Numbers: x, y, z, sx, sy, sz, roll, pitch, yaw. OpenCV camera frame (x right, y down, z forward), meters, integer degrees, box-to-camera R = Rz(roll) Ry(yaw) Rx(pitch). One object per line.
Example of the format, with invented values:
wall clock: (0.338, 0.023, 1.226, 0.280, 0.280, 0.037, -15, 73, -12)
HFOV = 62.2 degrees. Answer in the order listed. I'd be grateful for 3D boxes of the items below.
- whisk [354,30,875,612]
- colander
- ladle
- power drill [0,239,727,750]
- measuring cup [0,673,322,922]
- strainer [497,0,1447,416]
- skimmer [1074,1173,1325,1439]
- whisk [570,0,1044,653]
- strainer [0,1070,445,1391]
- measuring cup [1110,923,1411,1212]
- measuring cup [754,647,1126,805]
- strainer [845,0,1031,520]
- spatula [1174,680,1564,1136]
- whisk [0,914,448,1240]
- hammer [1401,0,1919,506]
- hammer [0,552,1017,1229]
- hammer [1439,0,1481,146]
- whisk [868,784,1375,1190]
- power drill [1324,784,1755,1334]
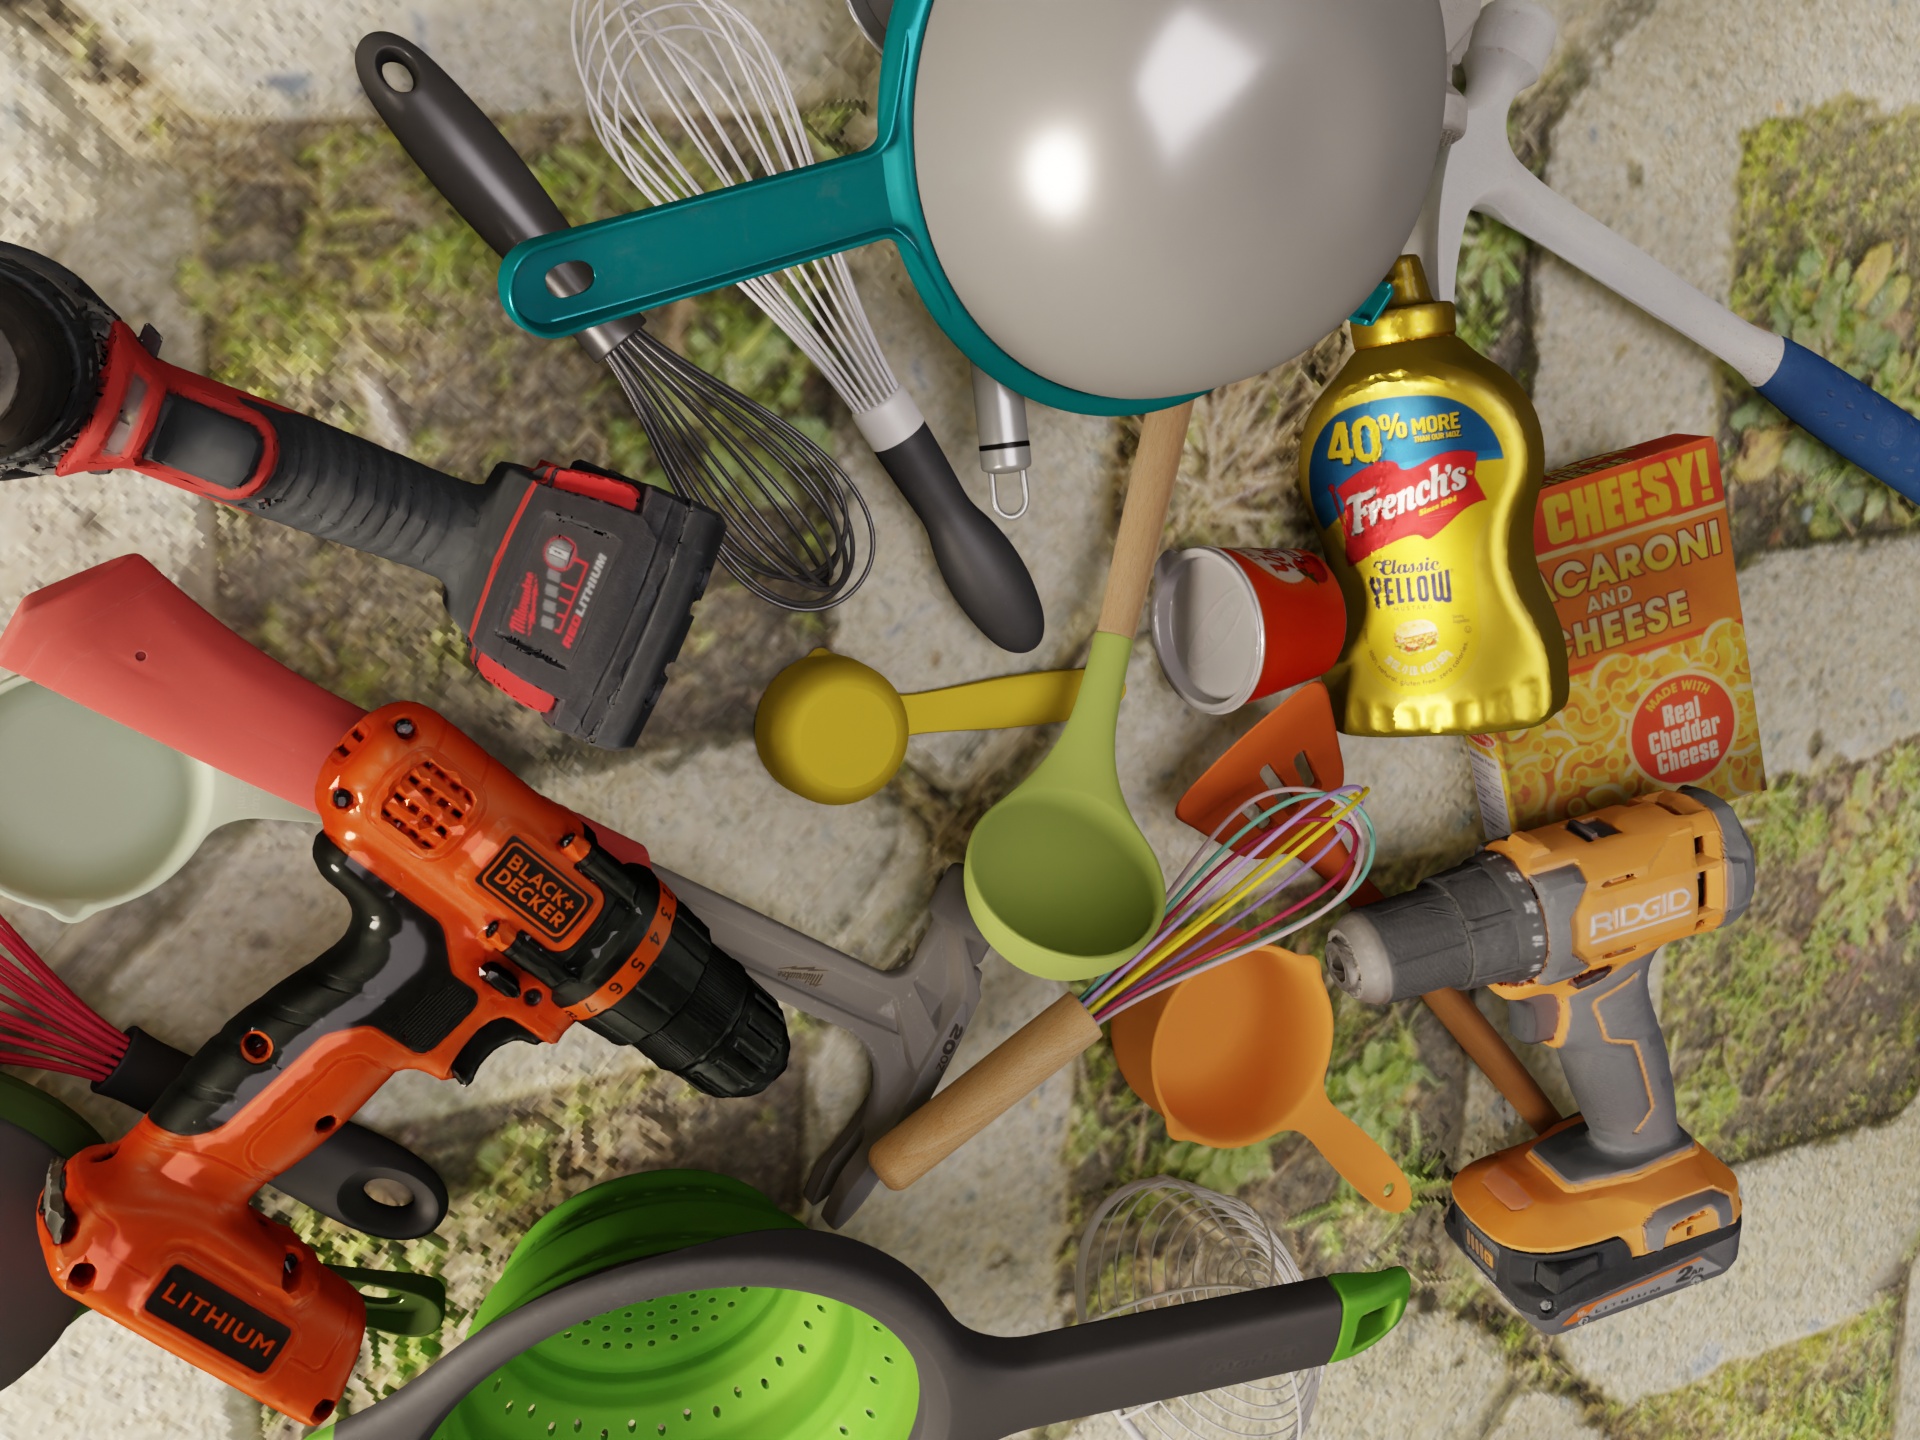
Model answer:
whisk: (-0.114, -0.132, 0.542, 0.055, 0.055, 0.238, -44, 108, -10)
colander: (-0.028, 0.223, 0.588, 0.397, 0.095, 0.204, -5, 122, -16)
ladle: (0.068, -0.059, 0.609, 0.078, 0.062, 0.320, 15, 84, -7)
power drill: (-0.186, -0.067, 0.448, 0.226, 0.188, 0.080, 22, 92, -28)
measuring cup: (-0.241, 0.021, 0.525, 0.167, 0.038, 0.083, 4, 92, -37)
strainer: (0.031, -0.170, 0.493, 0.340, 0.095, 0.210, -23, 123, -21)
skimmer: (-0.018, 0.305, 0.656, 0.363, 0.090, 0.127, -23, 69, -6)
whisk: (-0.042, -0.136, 0.568, 0.070, 0.070, 0.284, -40, 117, -12)
strainer: (-0.285, 0.186, 0.488, 0.256, 0.069, 0.151, 19, 115, -28)
measuring cup: (0.134, 0.157, 0.693, 0.095, 0.052, 0.173, -49, 115, -8)
measuring cup: (-0.001, -0.002, 0.618, 0.156, 0.029, 0.062, -8, 102, -20)
strainer: (0.003, -0.201, 0.570, 0.087, 0.050, 0.258, -9, 99, -17)
spatula: (0.207, 0.109, 0.720, 0.081, 0.041, 0.322, -42, 114, 1)
whisk: (-0.287, 0.099, 0.505, 0.295, 0.073, 0.073, 40, 83, -30)
hammer: (0.366, -0.167, 0.741, 0.405, 0.035, 0.144, 21, 90, -24)
hammer: (-0.142, 0.057, 0.546, 0.358, 0.037, 0.149, 31, 86, -32)
hammer: (0.028, -0.297, 0.529, 0.410, 0.038, 0.146, -3, 97, -33)
whisk: (0.067, 0.102, 0.624, 0.245, 0.047, 0.051, -37, 112, -7)
power drill: (0.256, 0.153, 0.700, 0.185, 0.084, 0.226, -14, 110, -12)
